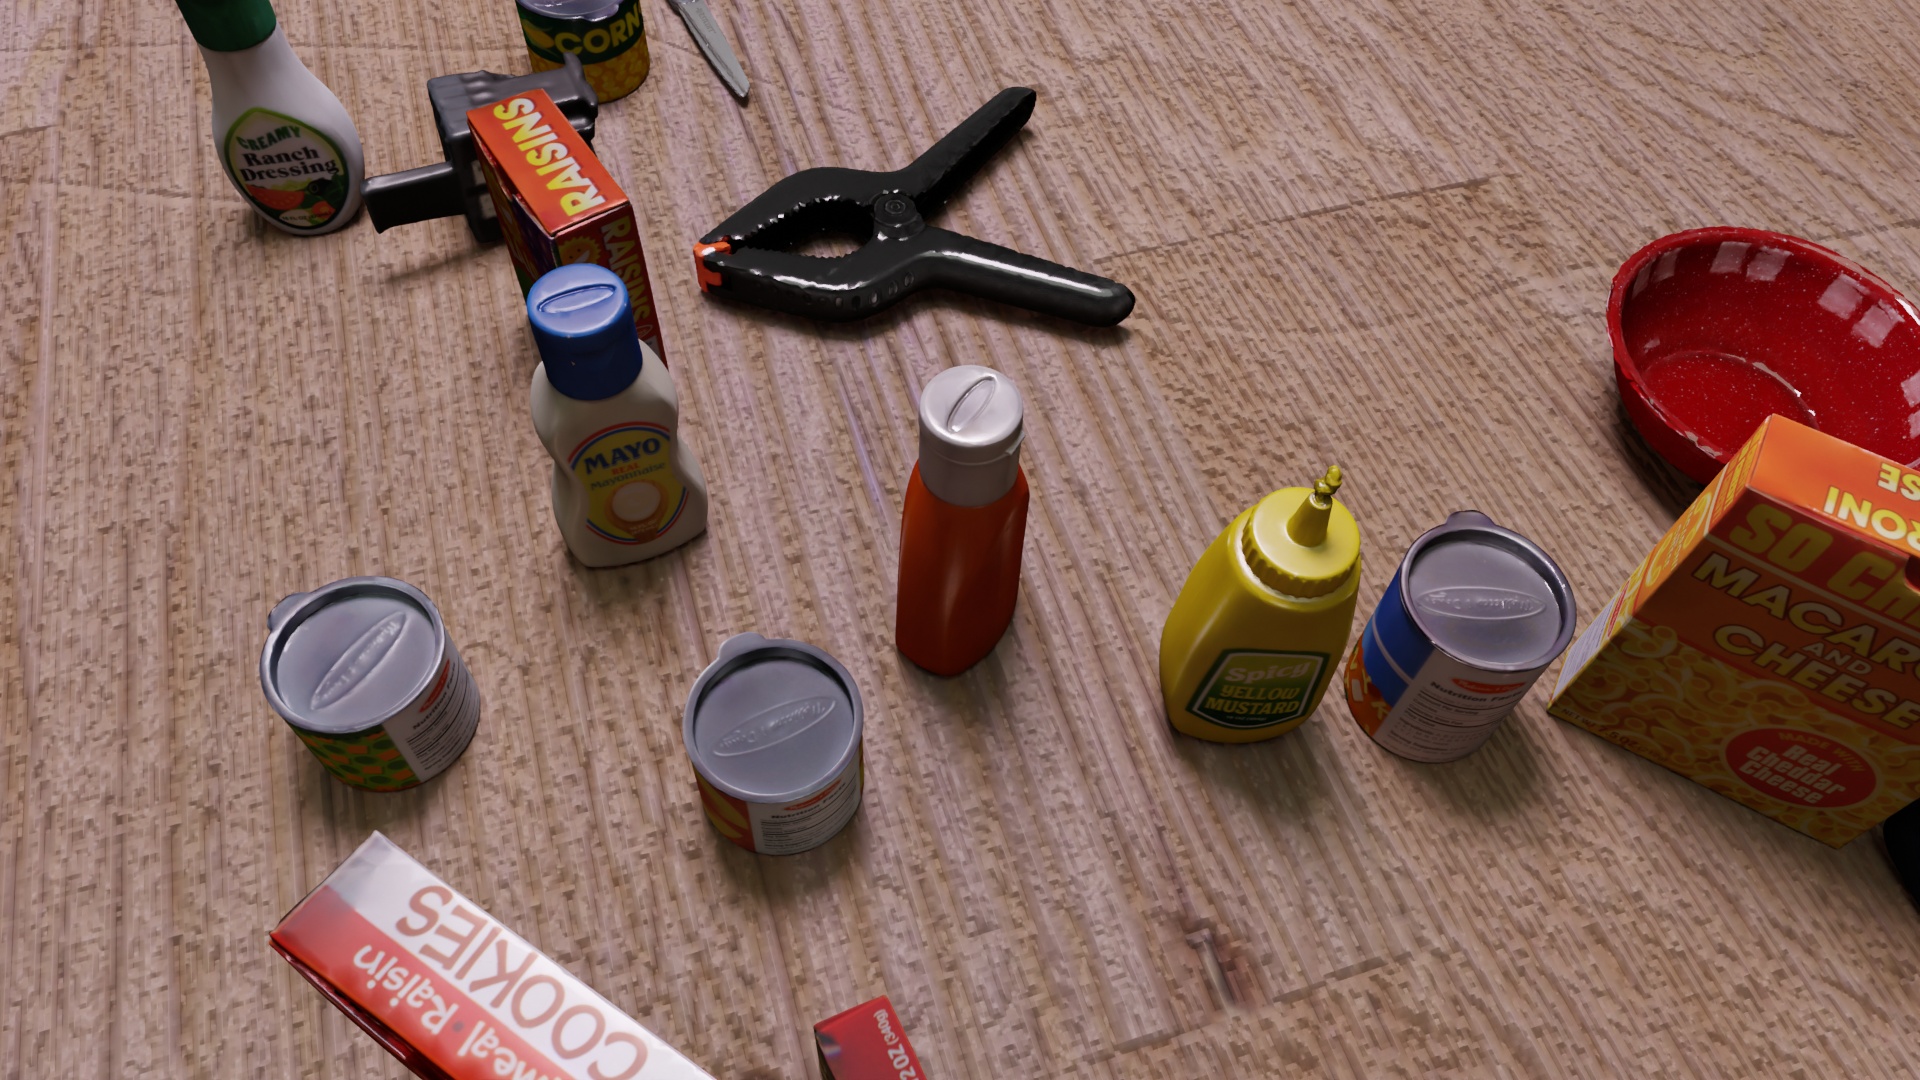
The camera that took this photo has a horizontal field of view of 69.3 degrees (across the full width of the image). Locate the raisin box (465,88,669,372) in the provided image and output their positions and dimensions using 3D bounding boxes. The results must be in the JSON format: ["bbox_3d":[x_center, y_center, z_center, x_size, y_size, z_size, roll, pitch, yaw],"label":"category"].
[{"bbox_3d":[-0.173,-0.125,0.621,0.040,0.122,0.086,-28,63,-19],"label":"raisin box"}]

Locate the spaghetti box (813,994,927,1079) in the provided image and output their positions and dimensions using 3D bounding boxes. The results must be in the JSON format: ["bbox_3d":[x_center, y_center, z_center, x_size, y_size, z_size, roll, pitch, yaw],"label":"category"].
[{"bbox_3d":[0.020,0.261,0.421,0.029,0.050,0.251,-23,61,-17],"label":"spaghetti box"}]

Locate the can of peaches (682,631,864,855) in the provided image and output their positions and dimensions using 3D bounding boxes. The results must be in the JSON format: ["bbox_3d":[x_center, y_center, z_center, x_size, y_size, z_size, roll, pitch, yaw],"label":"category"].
[{"bbox_3d":[-0.070,0.078,0.532,0.071,0.057,0.071,1,57,-2],"label":"can of peaches"}]

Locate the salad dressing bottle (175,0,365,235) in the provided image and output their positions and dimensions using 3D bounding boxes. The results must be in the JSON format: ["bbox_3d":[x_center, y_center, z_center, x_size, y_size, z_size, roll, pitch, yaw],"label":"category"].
[{"bbox_3d":[-0.329,-0.212,0.656,0.064,0.147,0.044,-9,58,-9],"label":"salad dressing bottle"}]

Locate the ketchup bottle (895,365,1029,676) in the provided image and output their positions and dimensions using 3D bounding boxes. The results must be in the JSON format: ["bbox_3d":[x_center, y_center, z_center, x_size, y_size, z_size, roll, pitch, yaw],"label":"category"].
[{"bbox_3d":[0.002,-0.007,0.537,0.043,0.148,0.065,28,60,15],"label":"ketchup bottle"}]

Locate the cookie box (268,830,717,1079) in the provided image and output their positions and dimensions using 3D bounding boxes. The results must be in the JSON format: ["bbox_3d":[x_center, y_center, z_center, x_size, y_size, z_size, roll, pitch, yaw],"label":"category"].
[{"bbox_3d":[-0.118,0.162,0.409,0.123,0.166,0.040,29,60,15],"label":"cookie box"}]

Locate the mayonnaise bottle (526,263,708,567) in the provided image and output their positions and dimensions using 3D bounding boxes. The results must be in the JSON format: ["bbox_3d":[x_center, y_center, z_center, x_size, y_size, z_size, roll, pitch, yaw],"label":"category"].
[{"bbox_3d":[-0.140,-0.046,0.556,0.065,0.147,0.041,-19,60,-14],"label":"mayonnaise bottle"}]

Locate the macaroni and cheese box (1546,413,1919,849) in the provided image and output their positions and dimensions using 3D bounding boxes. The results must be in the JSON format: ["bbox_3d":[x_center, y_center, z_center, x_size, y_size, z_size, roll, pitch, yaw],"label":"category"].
[{"bbox_3d":[0.312,0.041,0.512,0.124,0.165,0.040,26,60,14],"label":"macaroni and cheese box"}]

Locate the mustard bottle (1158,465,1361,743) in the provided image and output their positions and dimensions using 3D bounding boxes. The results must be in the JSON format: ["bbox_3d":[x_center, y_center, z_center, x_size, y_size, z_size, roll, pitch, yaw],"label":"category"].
[{"bbox_3d":[0.115,0.024,0.516,0.065,0.159,0.049,1,57,-2],"label":"mustard bottle"}]

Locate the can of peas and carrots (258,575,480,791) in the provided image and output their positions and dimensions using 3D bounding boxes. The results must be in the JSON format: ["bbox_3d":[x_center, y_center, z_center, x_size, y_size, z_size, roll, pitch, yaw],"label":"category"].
[{"bbox_3d":[-0.228,0.055,0.538,0.071,0.058,0.071,1,57,-2],"label":"can of peas and carrots"}]

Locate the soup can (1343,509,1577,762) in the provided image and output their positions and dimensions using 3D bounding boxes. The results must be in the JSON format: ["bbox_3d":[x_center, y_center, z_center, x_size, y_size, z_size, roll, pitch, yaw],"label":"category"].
[{"bbox_3d":[0.196,0.040,0.556,0.071,0.083,0.072,1,57,-2],"label":"soup can"}]

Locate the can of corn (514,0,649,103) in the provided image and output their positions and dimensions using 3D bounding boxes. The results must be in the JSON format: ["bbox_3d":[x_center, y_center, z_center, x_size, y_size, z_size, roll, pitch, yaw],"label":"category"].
[{"bbox_3d":[-0.206,-0.282,0.762,0.071,0.058,0.071,1,57,-2],"label":"can of corn"}]
